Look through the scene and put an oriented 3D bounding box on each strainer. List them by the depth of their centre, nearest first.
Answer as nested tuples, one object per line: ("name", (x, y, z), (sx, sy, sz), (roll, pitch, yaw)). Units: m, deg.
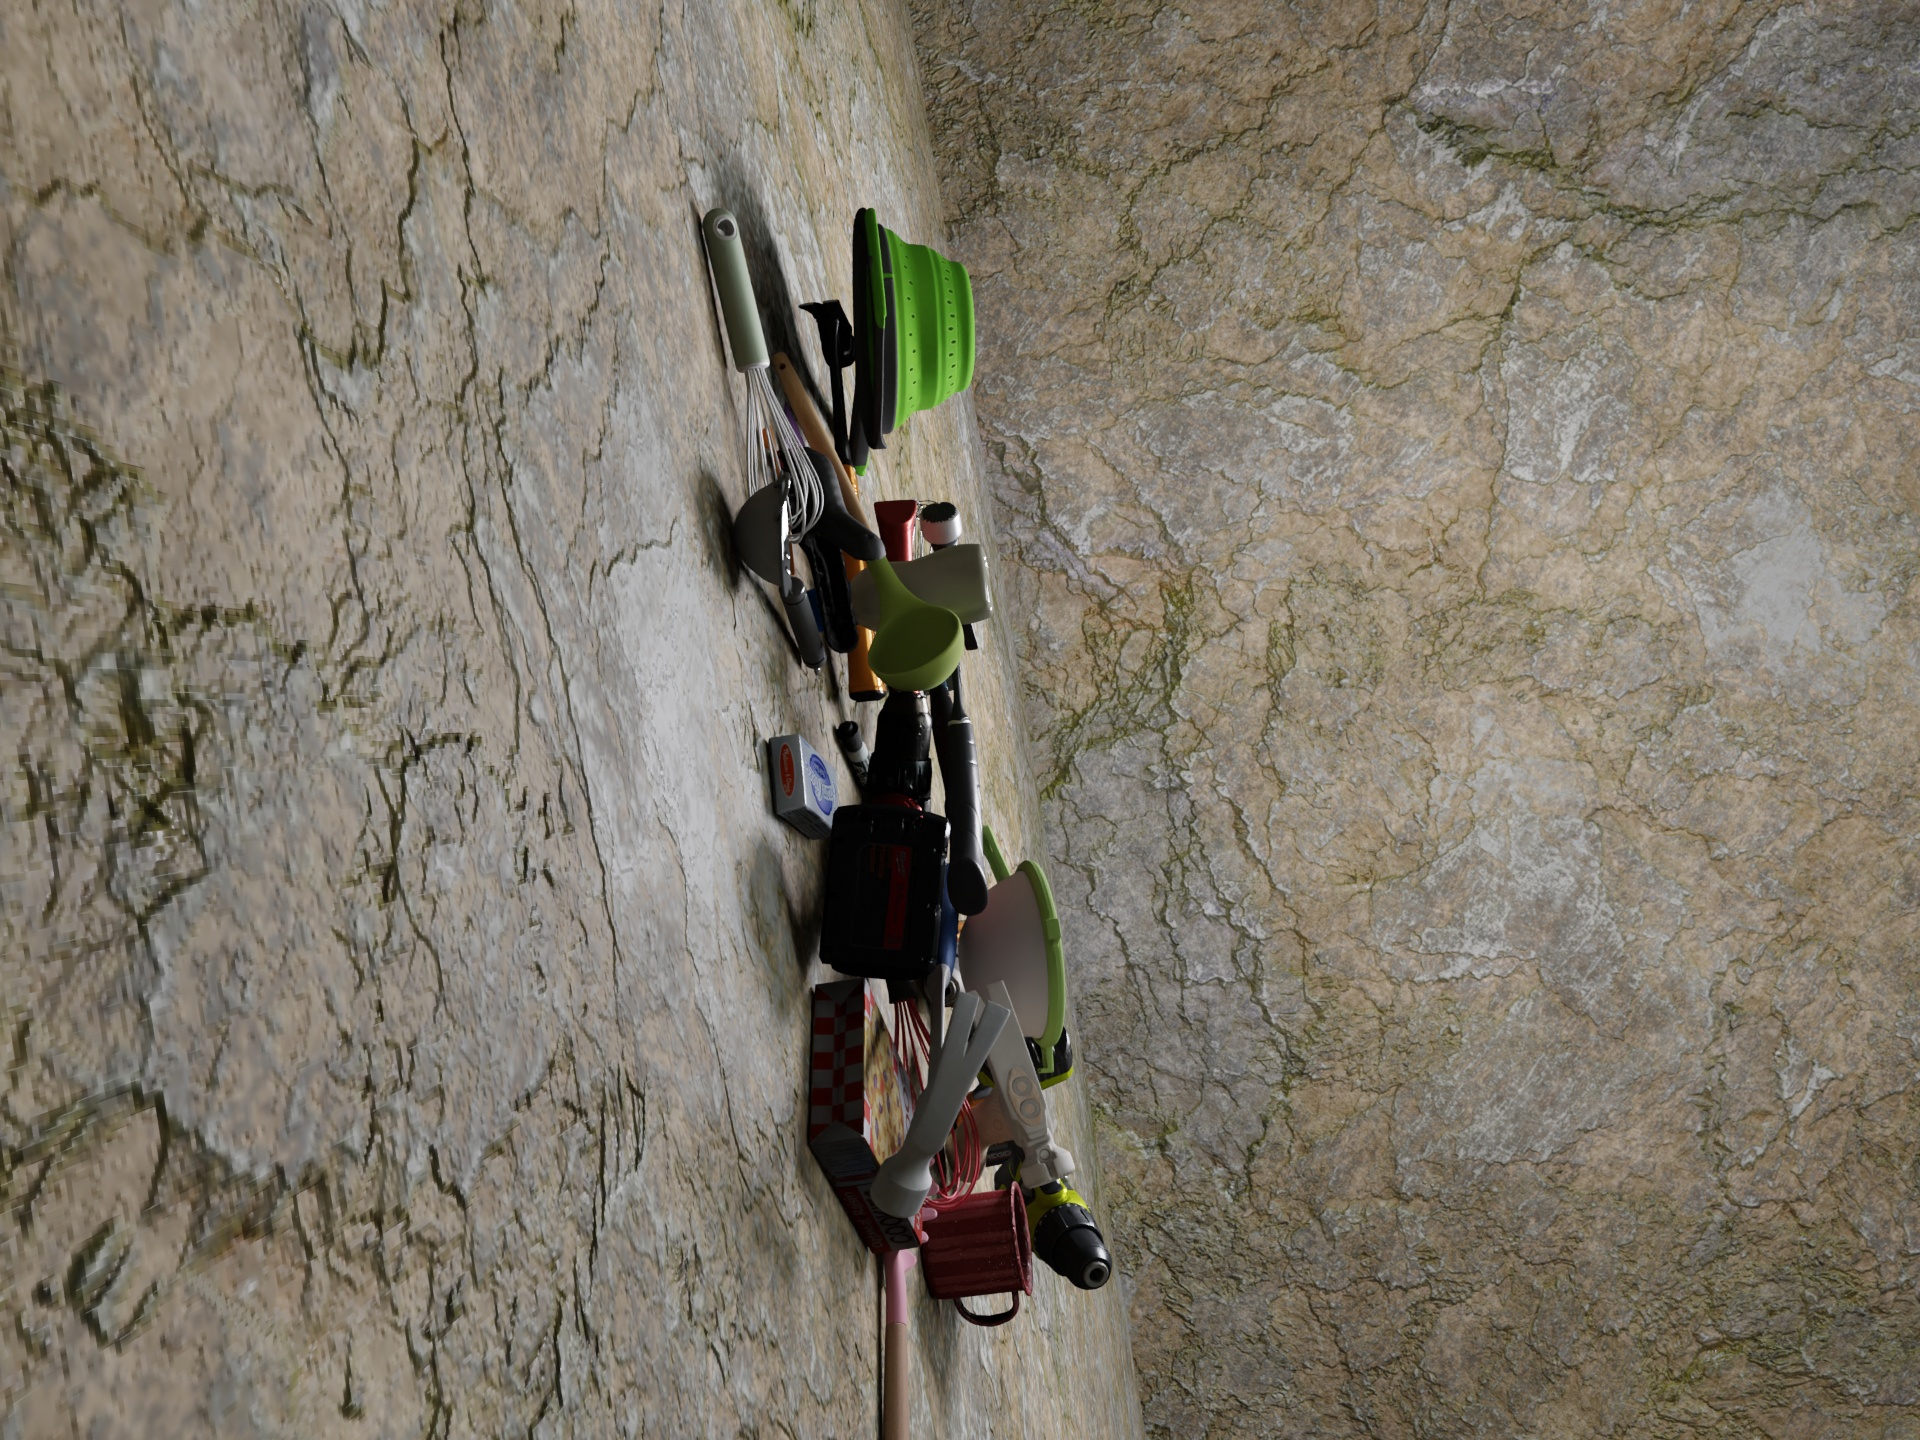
("strainer", (-0.124, -0.096, 1.141), (0.258, 0.050, 0.087), (80, 7, -63))
("strainer", (0.024, 0.164, 1.325), (0.257, 0.069, 0.151), (-114, -159, -58))

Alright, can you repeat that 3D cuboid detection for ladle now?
("ladle", (-0.085, -0.164, 1.259), (0.320, 0.078, 0.062), (64, 2, 15))

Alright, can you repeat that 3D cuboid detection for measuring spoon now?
("measuring spoon", (-0.141, -0.169, 1.229), (0.021, 0.011, 0.117), (-131, -148, -73))

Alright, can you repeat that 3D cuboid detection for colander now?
("colander", (-0.049, -0.320, 1.464), (0.397, 0.094, 0.205), (113, -28, -73))

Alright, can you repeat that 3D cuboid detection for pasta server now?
("pasta server", (-0.037, 0.448, 1.107), (0.060, 0.040, 0.317), (76, 9, -47))

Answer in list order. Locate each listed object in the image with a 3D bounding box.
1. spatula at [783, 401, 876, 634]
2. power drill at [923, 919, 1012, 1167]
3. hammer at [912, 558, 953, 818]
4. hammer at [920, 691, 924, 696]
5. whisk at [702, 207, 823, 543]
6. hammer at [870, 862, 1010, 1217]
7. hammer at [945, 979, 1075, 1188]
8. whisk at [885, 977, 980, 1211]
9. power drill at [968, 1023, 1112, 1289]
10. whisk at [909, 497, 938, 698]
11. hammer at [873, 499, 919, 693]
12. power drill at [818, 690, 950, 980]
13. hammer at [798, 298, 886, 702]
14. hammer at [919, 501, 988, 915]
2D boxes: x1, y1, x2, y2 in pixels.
("spatula", (-0.110, -0.147, 1.410), (0.315, 0.018, 0.060), (71, 13, -49))
("power drill", (0.015, 0.319, 1.558), (0.185, 0.084, 0.226), (-28, 104, -83))
("hammer", (-0.018, -0.015, 1.488), (0.331, 0.033, 0.128), (-102, 180, -53))
("hammer", (-0.083, -0.125, 1.542), (0.334, 0.035, 0.146), (71, 12, -52))
("whisk", (-0.149, -0.249, 1.155), (0.059, 0.058, 0.246), (-4, -80, 62))
("hammer", (-0.013, 0.187, 1.151), (0.406, 0.035, 0.144), (-89, -157, -74))
("hammer", (0.019, 0.326, 1.320), (0.410, 0.038, 0.146), (108, -37, -69))
("whisk", (-0.041, 0.244, 1.280), (0.073, 0.073, 0.296), (55, 21, -74))
("power drill", (0.071, 0.379, 1.419), (0.191, 0.080, 0.228), (-154, -130, -71))
("whisk", (-0.047, -0.129, 1.754), (0.070, 0.070, 0.285), (69, 18, -58))
("hammer", (-0.047, -0.013, 1.400), (0.149, 0.036, 0.359), (-120, -154, -79))
("power drill", (-0.050, 0.081, 1.165), (0.227, 0.080, 0.188), (-94, -169, -83))
("hammer", (-0.096, -0.184, 1.349), (0.127, 0.034, 0.337), (45, 39, -85))
("hammer", (-0.002, -0.004, 1.300), (0.409, 0.036, 0.149), (-93, 175, -48))
